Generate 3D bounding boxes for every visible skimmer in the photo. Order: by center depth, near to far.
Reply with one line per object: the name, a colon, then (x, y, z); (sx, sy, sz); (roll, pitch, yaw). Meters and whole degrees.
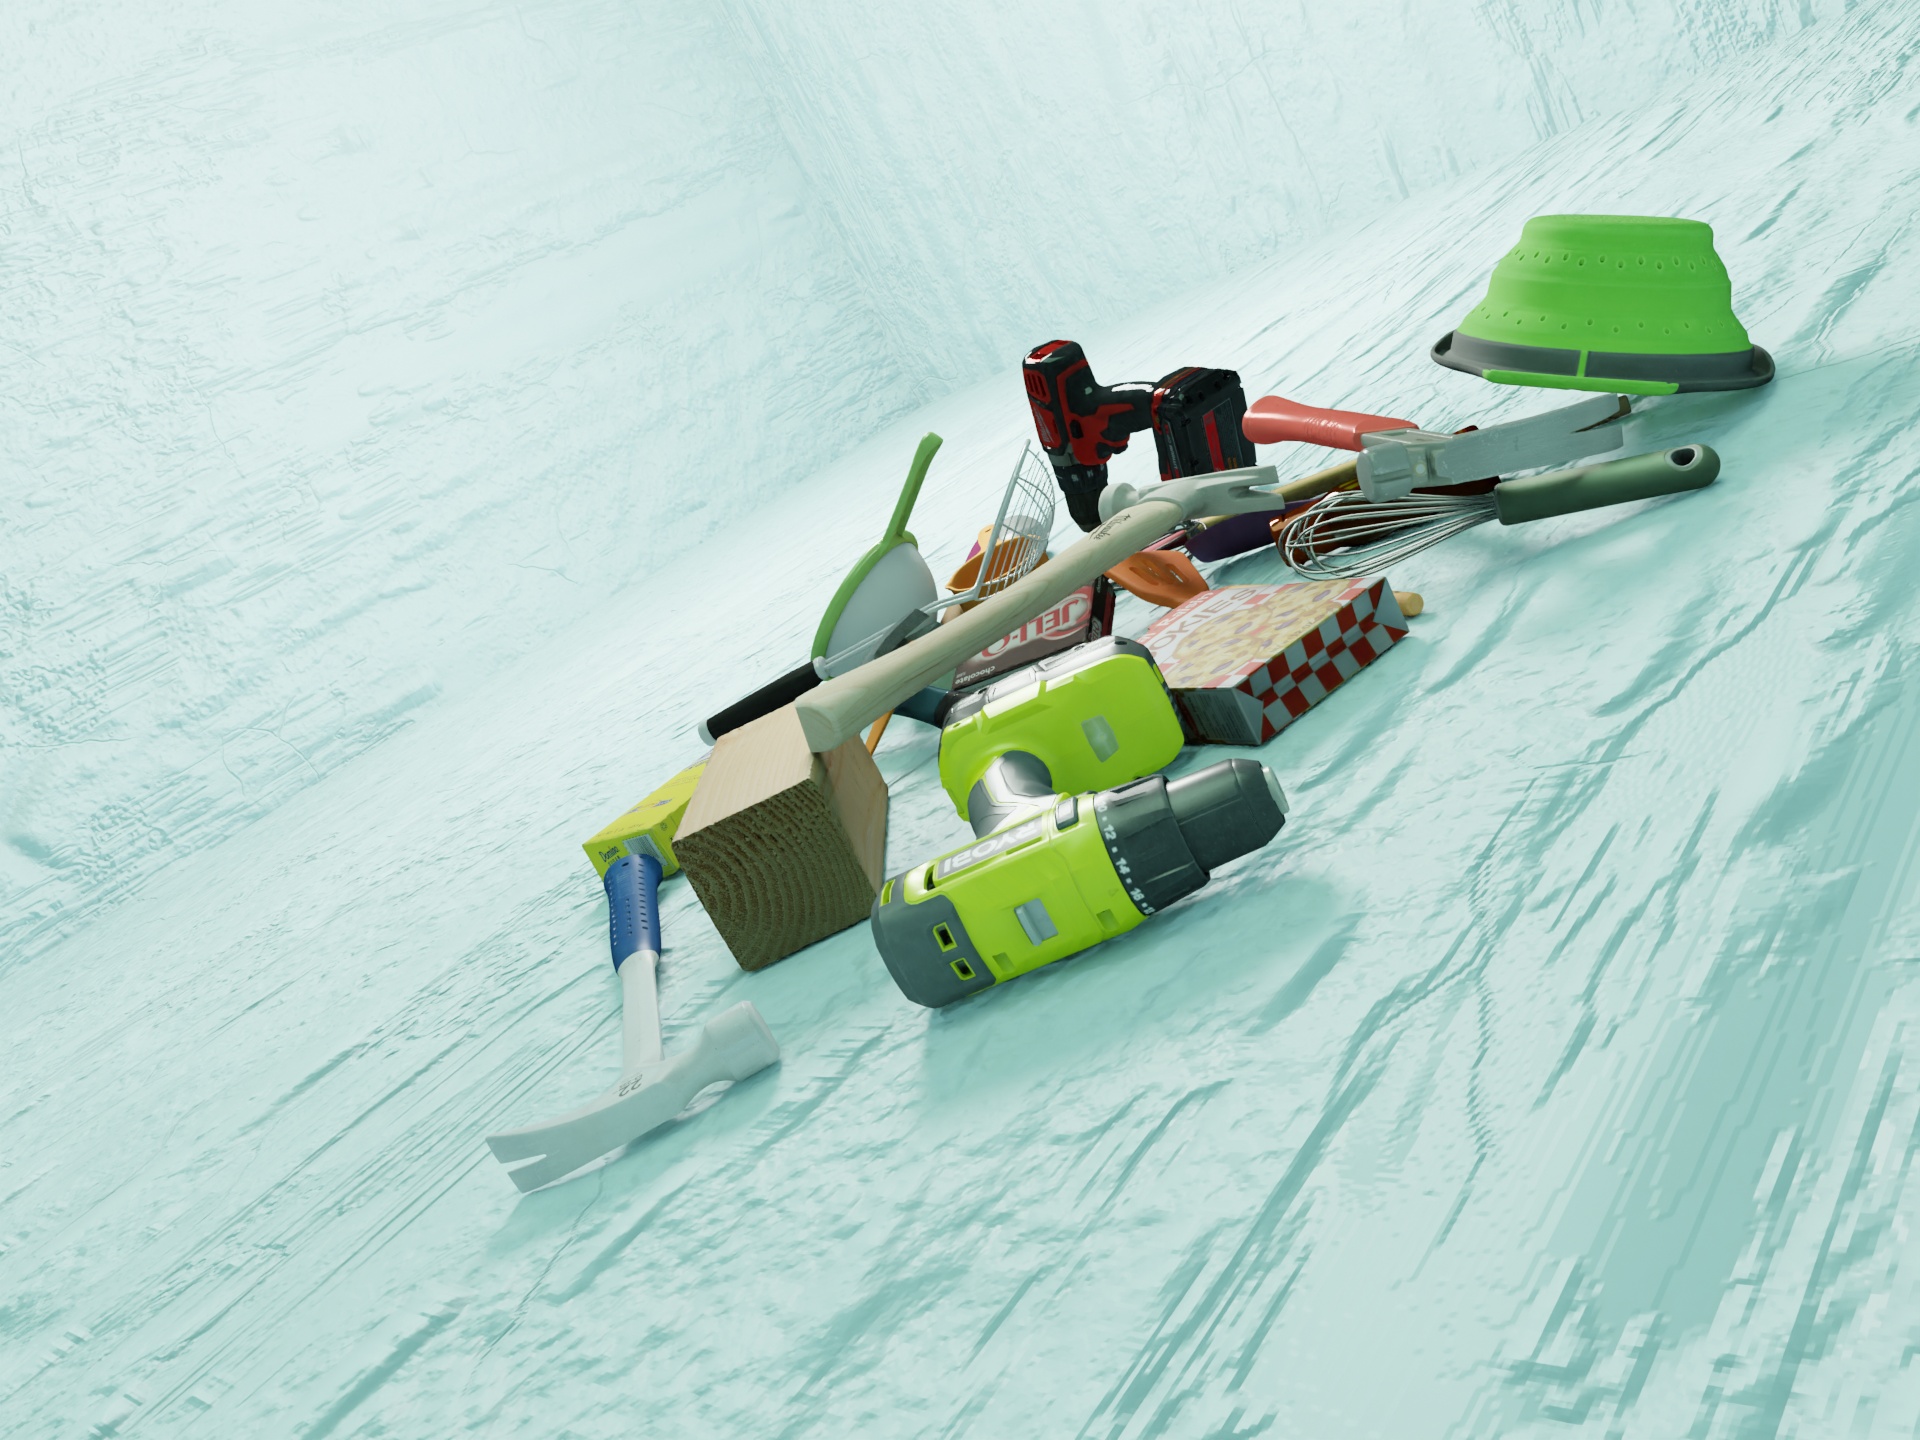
skimmer: (-0.076, -0.093, 1.261); (0.363, 0.090, 0.127); (-28, 18, 18)

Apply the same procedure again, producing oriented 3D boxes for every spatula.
spatula: (0.192, -0.090, 1.044); (0.081, 0.041, 0.323); (-8, 9, -23)
spatula: (0.307, -0.168, 1.120); (0.316, 0.018, 0.059); (-17, -25, 26)

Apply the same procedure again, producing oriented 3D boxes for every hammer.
hammer: (-0.196, 0.151, 0.940); (0.144, 0.035, 0.406); (-29, 15, -6)
hammer: (0.052, -0.081, 1.019); (0.146, 0.038, 0.410); (-1, 24, 43)
hammer: (0.273, -0.190, 1.041); (0.149, 0.036, 0.359); (-14, 15, -5)
hammer: (-0.002, -0.003, 1.055); (0.128, 0.033, 0.331); (-62, 27, -5)

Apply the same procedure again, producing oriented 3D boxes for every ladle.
ladle: (0.207, -0.157, 1.274); (0.315, 0.031, 0.069); (-21, 22, 19)

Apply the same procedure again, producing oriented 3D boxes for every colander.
colander: (0.441, -0.291, 1.065); (0.204, 0.094, 0.397); (11, 22, 24)

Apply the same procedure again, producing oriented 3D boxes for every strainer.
strainer: (-0.043, -0.122, 1.339); (0.151, 0.069, 0.256); (-42, -18, -49)

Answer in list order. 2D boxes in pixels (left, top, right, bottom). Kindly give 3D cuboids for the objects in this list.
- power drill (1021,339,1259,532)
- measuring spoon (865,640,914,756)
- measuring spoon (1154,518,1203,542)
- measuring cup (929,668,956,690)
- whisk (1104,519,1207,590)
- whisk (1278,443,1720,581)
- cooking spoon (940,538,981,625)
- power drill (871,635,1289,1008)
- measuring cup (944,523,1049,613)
power drill: (0.156, -0.241, 1.429); (0.080, 0.187, 0.227); (-35, 35, -26)
measuring spoon: (-0.057, -0.004, 1.099); (0.021, 0.011, 0.117); (0, 64, 60)
measuring spoon: (0.202, -0.161, 1.326); (0.124, 0.018, 0.034); (-6, 16, 39)
measuring cup: (0.028, -0.051, 1.237); (0.167, 0.038, 0.083); (-14, 12, -8)
whisk: (0.087, -0.102, 1.264); (0.239, 0.055, 0.055); (-26, 15, 22)
whisk: (0.304, -0.122, 0.918); (0.246, 0.059, 0.058); (-9, 53, 27)
cooking spoon: (-0.006, -0.096, 1.411); (0.017, 0.068, 0.319); (16, 28, 1)
power drill: (0.060, 0.038, 0.788); (0.190, 0.080, 0.229); (-25, 18, 13)
measuring cup: (0.038, -0.130, 1.402); (0.095, 0.052, 0.174); (-26, 20, 8)
